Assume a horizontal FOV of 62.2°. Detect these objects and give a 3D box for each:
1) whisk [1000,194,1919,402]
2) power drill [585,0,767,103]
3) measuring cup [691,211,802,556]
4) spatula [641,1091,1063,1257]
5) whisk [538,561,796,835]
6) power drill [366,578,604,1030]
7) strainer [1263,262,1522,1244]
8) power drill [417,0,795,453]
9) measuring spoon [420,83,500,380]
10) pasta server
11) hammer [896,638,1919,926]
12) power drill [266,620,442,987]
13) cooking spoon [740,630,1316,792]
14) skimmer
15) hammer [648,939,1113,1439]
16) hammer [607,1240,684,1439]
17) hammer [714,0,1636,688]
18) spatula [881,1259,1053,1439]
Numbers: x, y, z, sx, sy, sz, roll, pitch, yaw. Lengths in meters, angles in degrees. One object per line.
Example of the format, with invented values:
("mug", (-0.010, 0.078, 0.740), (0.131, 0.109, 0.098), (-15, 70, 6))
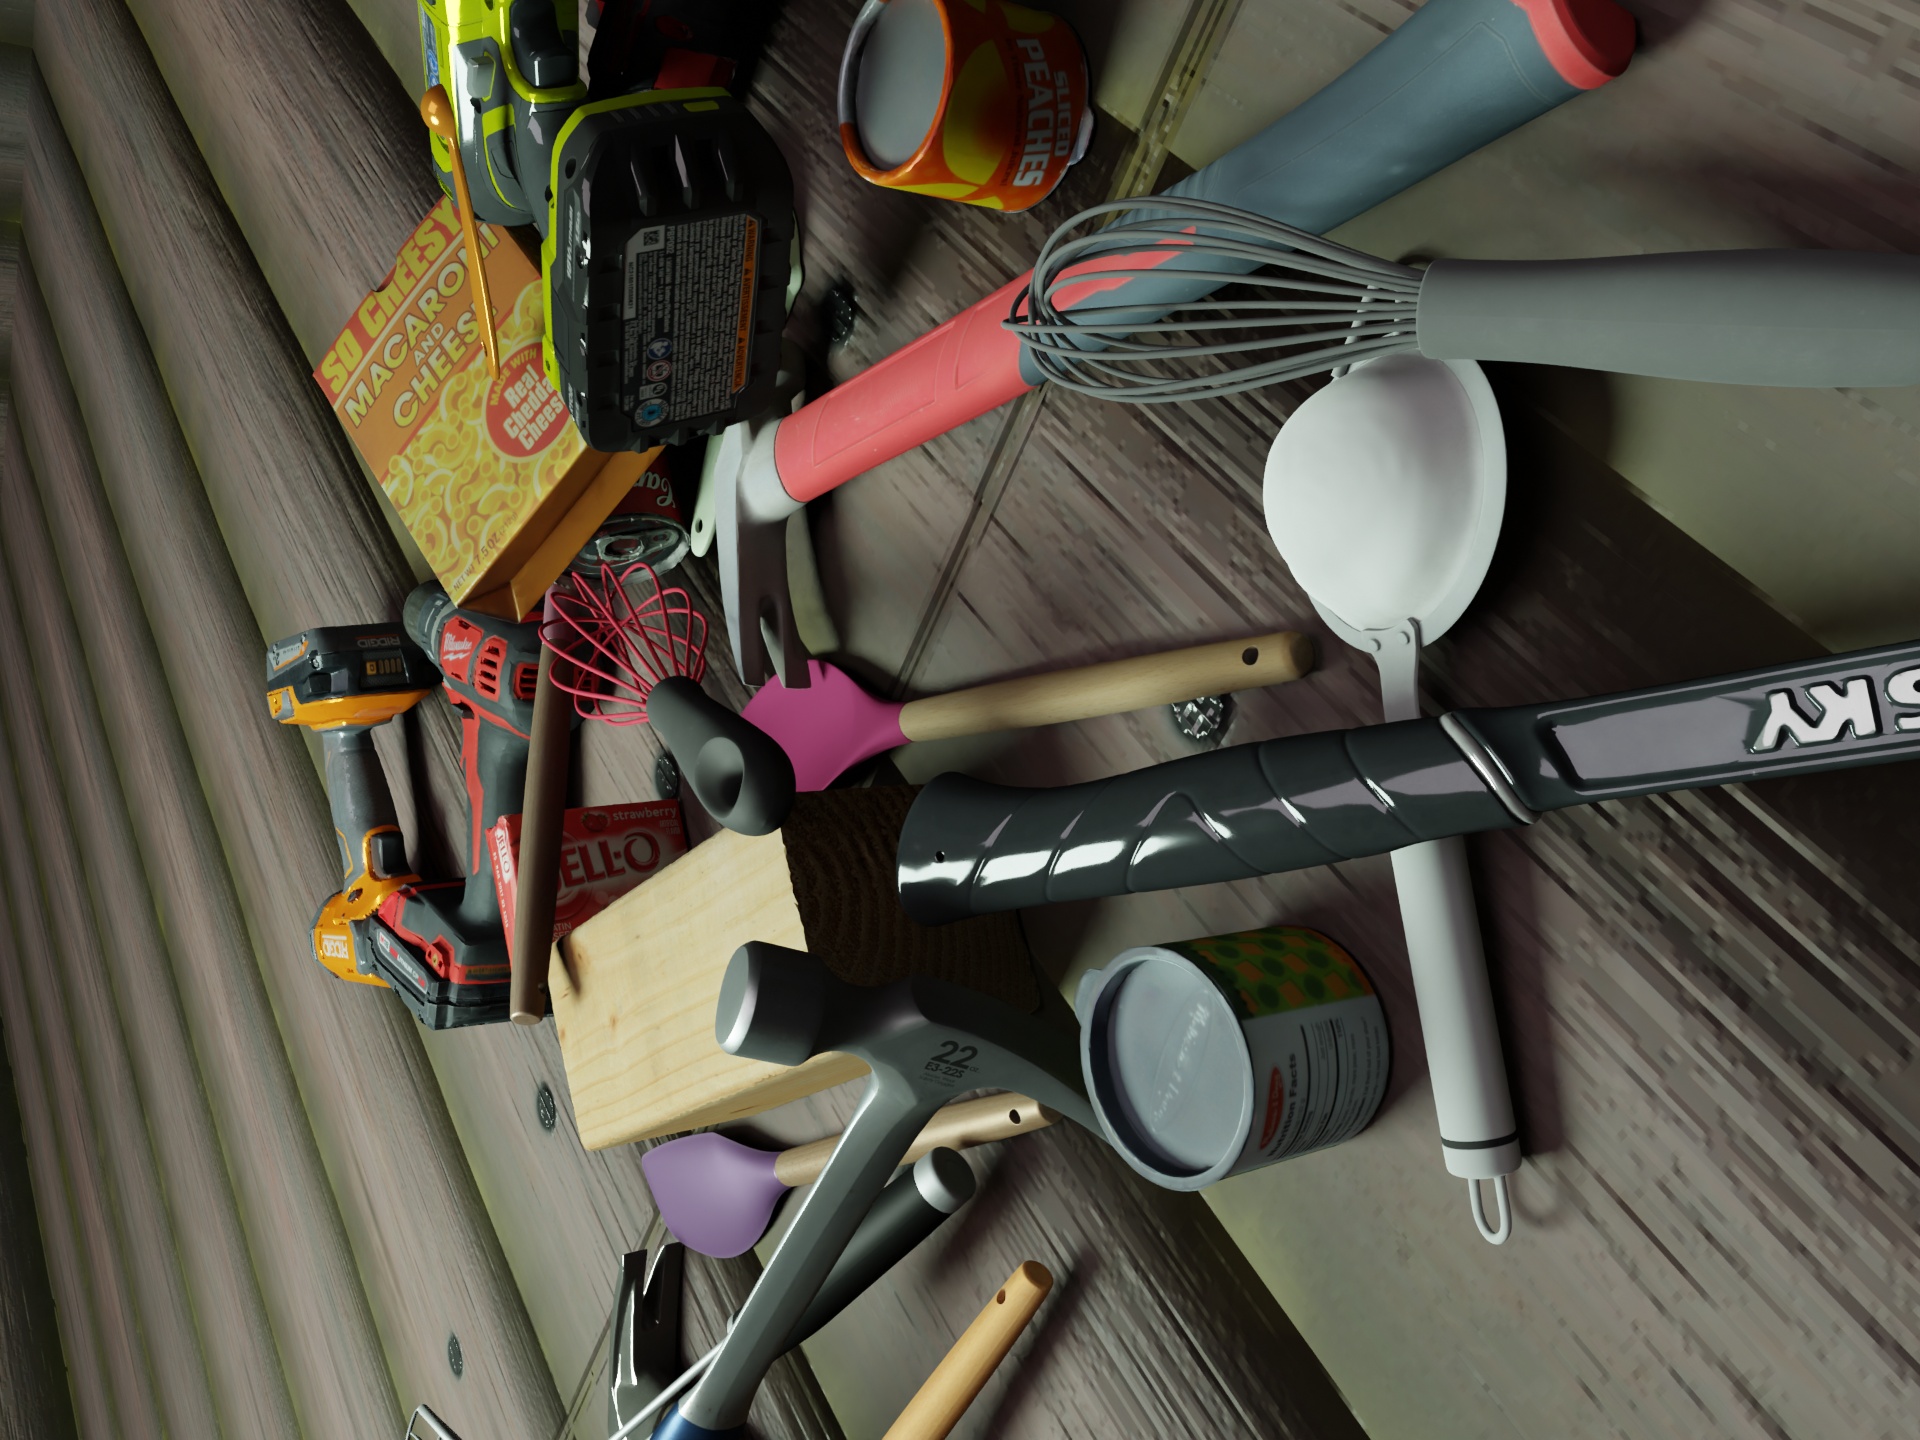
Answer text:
("whisk", (0.113, -0.095, 0.372), (0.239, 0.055, 0.055), (11, 102, 33))
("power drill", (-0.164, -0.342, 0.720), (0.220, 0.078, 0.143), (55, 132, 31))
("measuring cup", (-0.113, -0.153, 0.692), (0.083, 0.038, 0.167), (30, 113, 47))
("spatula", (-0.057, 0.185, 0.659), (0.316, 0.018, 0.060), (-31, 81, 49))
("whisk", (-0.114, -0.011, 0.616), (0.296, 0.073, 0.073), (-146, 61, -63))
("power drill", (-0.269, 0.035, 0.875), (0.188, 0.080, 0.226), (23, 107, 49))
("strainer", (0.116, 0.007, 0.413), (0.087, 0.050, 0.258), (163, 98, -66))
("power drill", (-0.146, -0.232, 0.593), (0.229, 0.080, 0.190), (58, 152, 28))
("measuring spoon", (-0.197, -0.190, 0.629), (0.021, 0.011, 0.116), (46, 145, 49))
("pasta server", (-0.192, -0.009, 0.730), (0.040, 0.060, 0.317), (-20, 54, 22))
("hammer", (0.135, 0.012, 0.344), (0.409, 0.036, 0.149), (-14, 83, 42))
("power drill", (-0.365, 0.055, 0.996), (0.164, 0.084, 0.226), (-6, 91, 51))
("cooking spoon", (-0.001, -0.002, 0.575), (0.319, 0.017, 0.069), (-10, 68, 51))
("skimmer", (-0.113, 0.268, 0.661), (0.127, 0.090, 0.363), (44, 113, -1))
("hammer", (-0.079, 0.243, 0.571), (0.035, 0.144, 0.405), (-103, 35, -54))
("hammer", (-0.036, 0.349, 0.628), (0.411, 0.038, 0.146), (11, 100, 51))
("hammer", (0.029, -0.113, 0.509), (0.386, 0.038, 0.143), (-16, 76, 51))
("spatula", (-0.059, 0.312, 0.597), (0.322, 0.041, 0.081), (-59, 22, 22))
